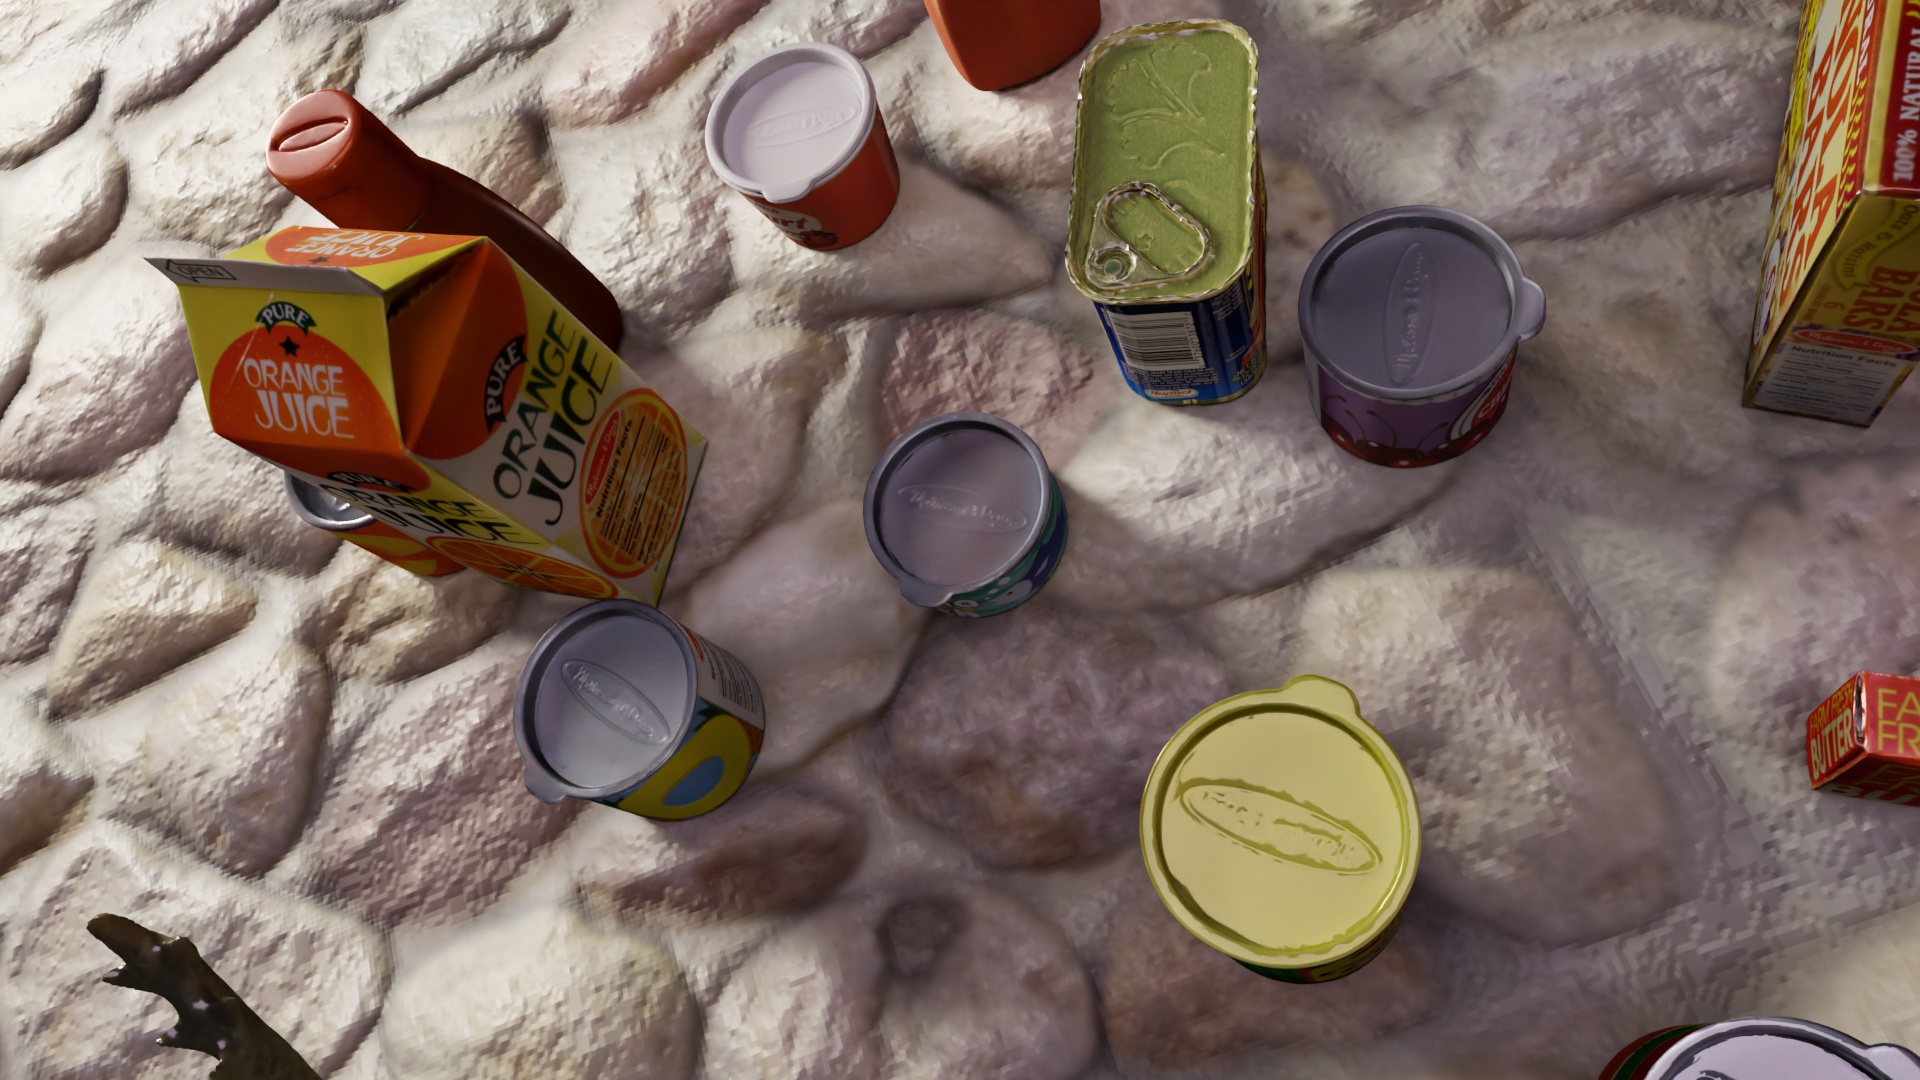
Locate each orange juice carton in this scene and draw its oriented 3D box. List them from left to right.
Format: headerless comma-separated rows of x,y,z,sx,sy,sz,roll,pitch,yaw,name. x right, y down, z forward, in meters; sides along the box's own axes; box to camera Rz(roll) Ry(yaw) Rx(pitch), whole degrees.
-0.164,-0.042,0.453,0.072,0.192,0.073,7,73,19,orange juice carton

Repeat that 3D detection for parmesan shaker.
0.091,0.083,0.379,0.071,0.103,0.071,-6,69,15,parmesan shaker

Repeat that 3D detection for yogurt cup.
-0.057,-0.149,0.539,0.072,0.054,0.072,-6,69,15,yogurt cup

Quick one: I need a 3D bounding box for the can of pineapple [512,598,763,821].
-0.109,0.060,0.473,0.071,0.057,0.071,-6,69,15,can of pineapple

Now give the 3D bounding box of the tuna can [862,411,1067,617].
0.002,-0.006,0.478,0.071,0.032,0.071,-6,69,15,tuna can

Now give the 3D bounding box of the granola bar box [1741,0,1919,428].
0.267,-0.134,0.397,0.039,0.124,0.166,12,74,20,granola bar box

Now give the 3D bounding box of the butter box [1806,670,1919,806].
0.283,0.058,0.359,0.103,0.053,0.024,7,73,19,butter box

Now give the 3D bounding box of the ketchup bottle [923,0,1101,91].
0.007,-0.227,0.496,0.065,0.148,0.044,-28,65,5,ketchup bottle

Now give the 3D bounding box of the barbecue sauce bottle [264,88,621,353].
-0.187,-0.105,0.508,0.065,0.148,0.044,-12,68,13,barbecue sauce bottle

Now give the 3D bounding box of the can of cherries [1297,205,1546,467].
0.145,-0.062,0.443,0.071,0.058,0.072,-6,69,15,can of cherries

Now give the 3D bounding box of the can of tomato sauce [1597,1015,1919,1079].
0.192,0.149,0.335,0.071,0.083,0.071,-6,69,15,can of tomato sauce

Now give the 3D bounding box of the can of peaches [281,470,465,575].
-0.216,-0.026,0.537,0.071,0.058,0.071,-6,69,15,can of peaches
